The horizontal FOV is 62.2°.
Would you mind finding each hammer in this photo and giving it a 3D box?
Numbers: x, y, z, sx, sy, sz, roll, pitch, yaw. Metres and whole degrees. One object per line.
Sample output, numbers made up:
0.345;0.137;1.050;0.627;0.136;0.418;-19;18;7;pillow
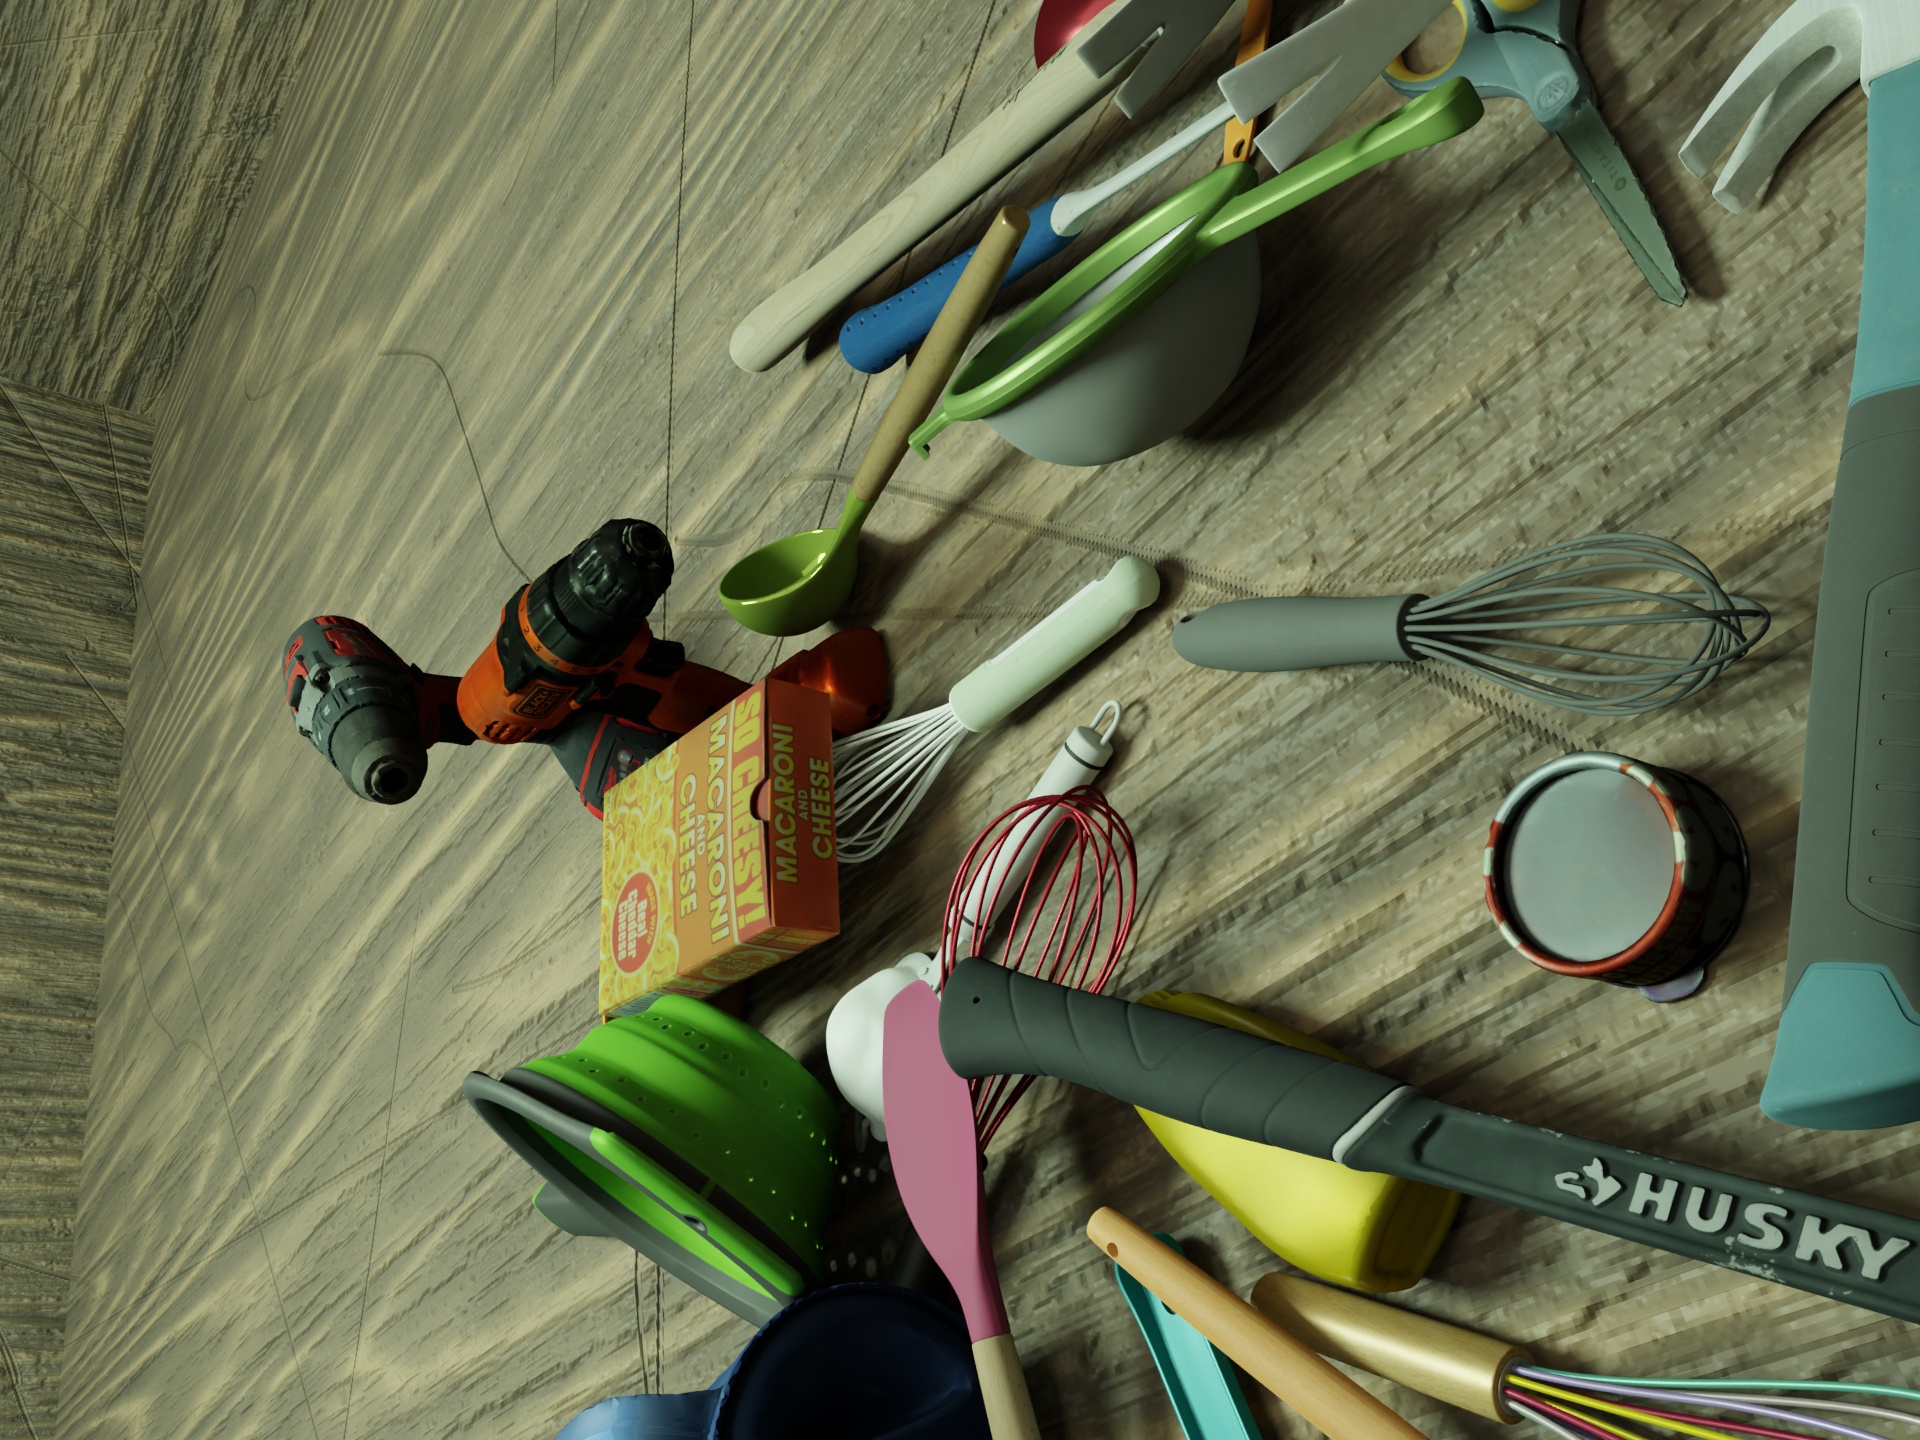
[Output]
-0.015;-0.248;0.766;0.410;0.038;0.146;-19;32;55;hammer
0.233;-0.066;0.390;0.128;0.033;0.331;-10;61;53;hammer
0.134;0.112;0.440;0.409;0.036;0.149;4;59;49;hammer
0.049;-0.216;0.673;0.144;0.035;0.405;-46;17;-25;hammer

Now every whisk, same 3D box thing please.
0.169;0.186;0.435;0.245;0.047;0.051;-6;76;56;whisk
0.149;-0.028;0.527;0.239;0.055;0.055;2;81;58;whisk
0.005;0.161;0.653;0.073;0.073;0.295;35;113;52;whisk
-0.001;-0.002;0.723;0.246;0.058;0.059;-37;86;36;whisk

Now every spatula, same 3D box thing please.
0.143;0.226;0.433;0.323;0.041;0.081;26;120;45;spatula

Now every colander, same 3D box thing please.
-0.154;0.218;0.816;0.094;0.204;0.397;-54;8;-27;colander

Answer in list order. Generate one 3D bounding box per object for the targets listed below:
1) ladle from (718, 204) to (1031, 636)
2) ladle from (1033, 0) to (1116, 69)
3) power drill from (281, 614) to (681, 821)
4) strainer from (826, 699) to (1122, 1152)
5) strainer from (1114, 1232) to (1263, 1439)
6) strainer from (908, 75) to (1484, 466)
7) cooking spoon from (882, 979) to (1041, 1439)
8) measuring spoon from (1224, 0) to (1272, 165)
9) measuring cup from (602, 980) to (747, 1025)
-0.045;-0.131;0.743;0.062;0.078;0.320;44;145;4;ladle
0.130;-0.362;0.667;0.315;0.031;0.069;-18;56;50;ladle
-0.268;0.010;0.921;0.188;0.226;0.080;37;109;52;power drill
-0.002;0.093;0.700;0.258;0.050;0.087;-57;26;20;strainer
0.091;0.307;0.457;0.211;0.095;0.341;-51;44;31;strainer
0.099;-0.155;0.592;0.151;0.069;0.256;-49;19;-28;strainer
0.018;0.247;0.567;0.068;0.017;0.319;-45;52;48;cooking spoon
0.127;-0.283;0.669;0.021;0.011;0.117;9;90;64;measuring spoon
-0.144;0.110;0.875;0.095;0.052;0.173;16;90;54;measuring cup
